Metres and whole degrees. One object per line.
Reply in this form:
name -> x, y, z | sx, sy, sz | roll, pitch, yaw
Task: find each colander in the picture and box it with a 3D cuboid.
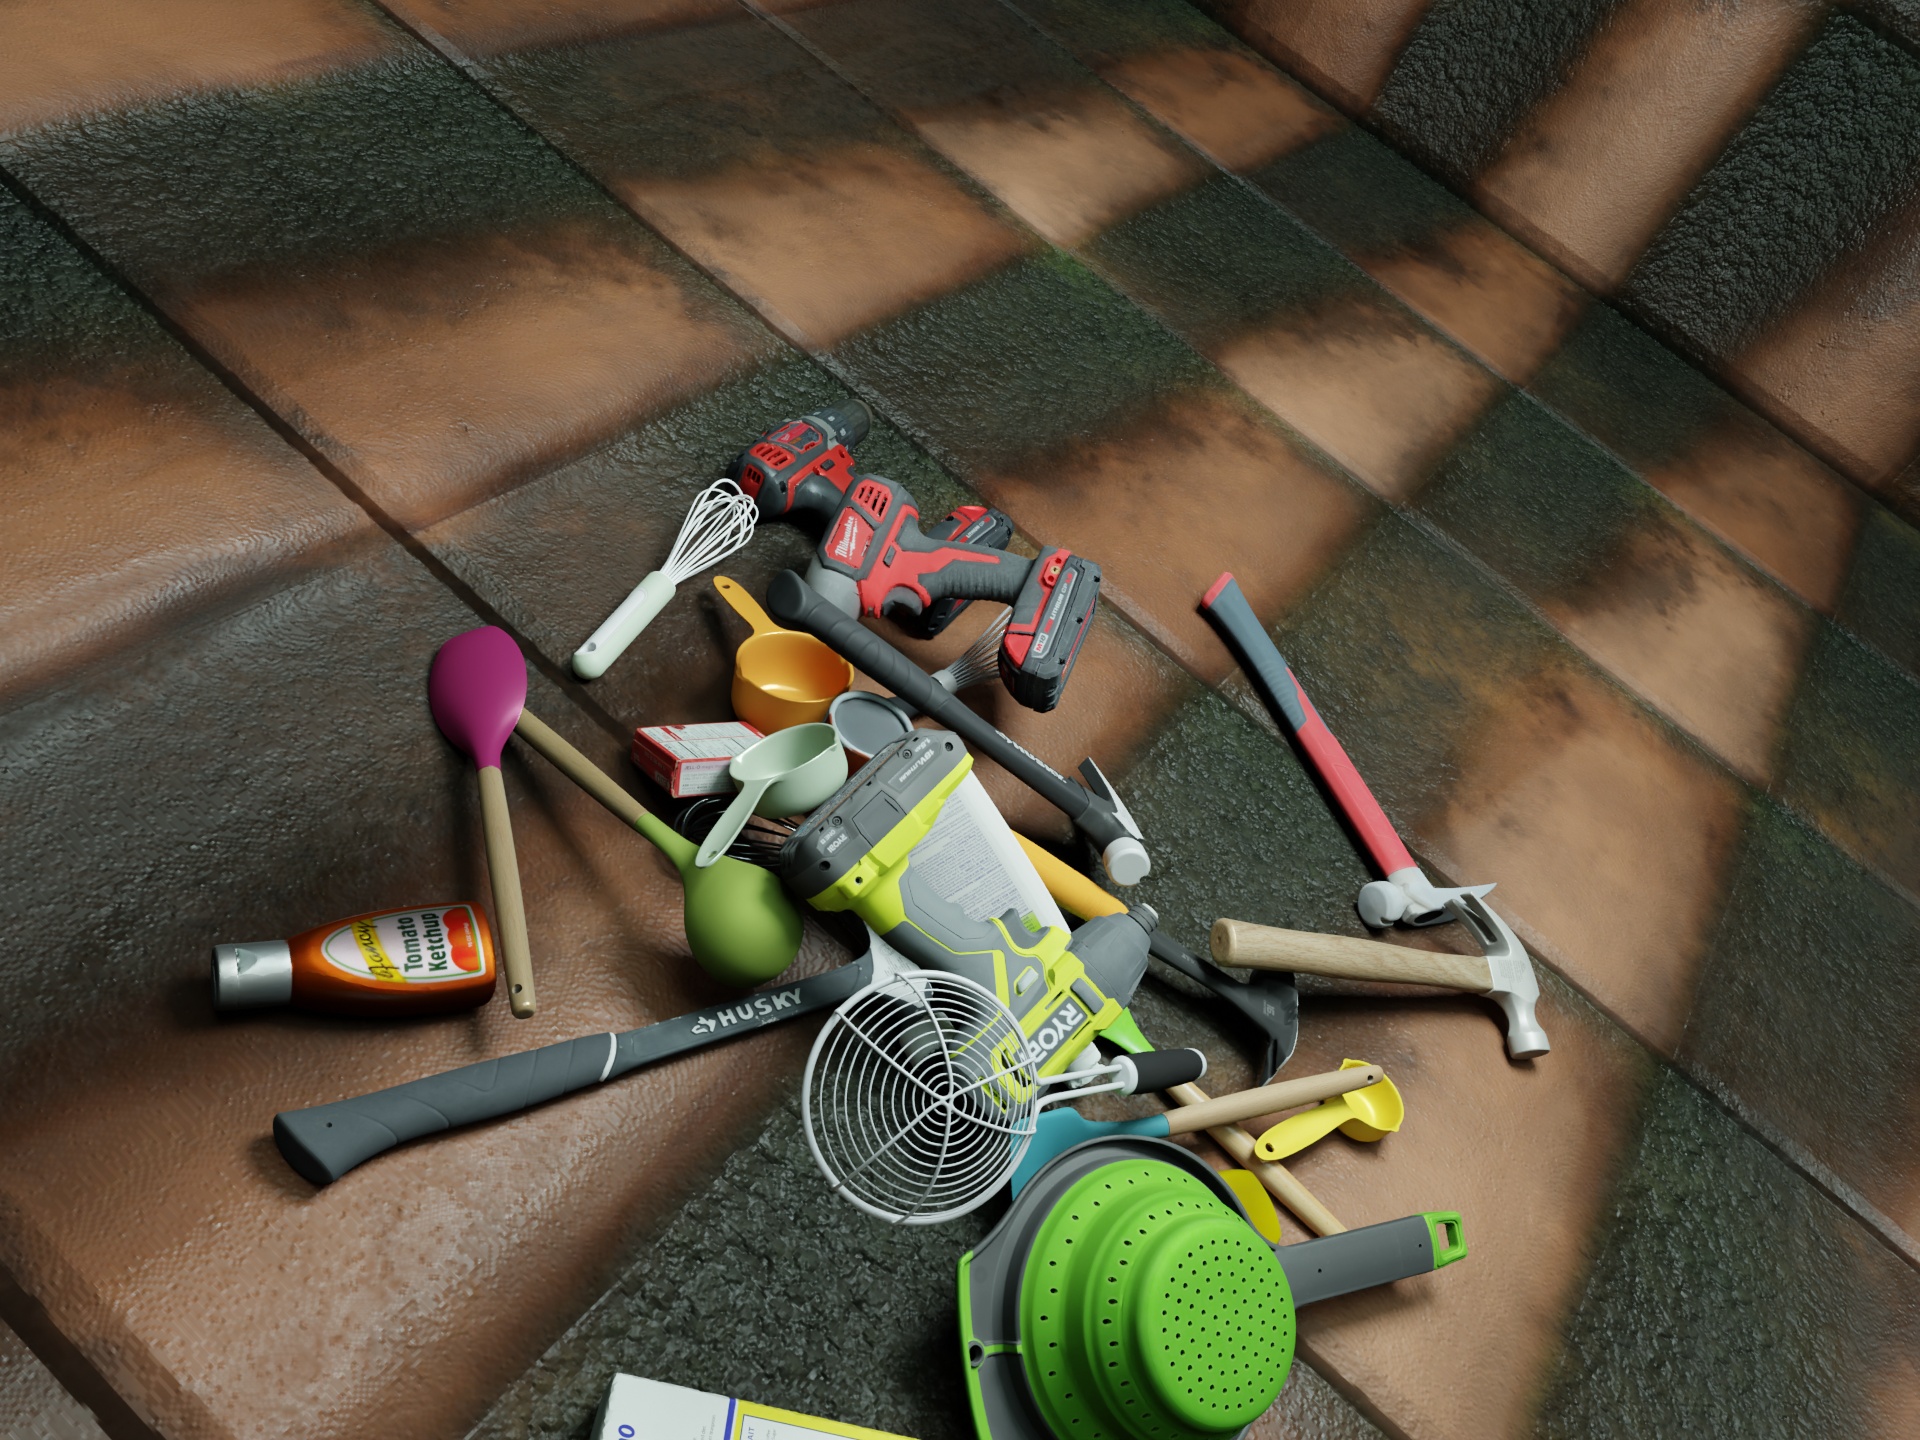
colander -> 0.189, 0.338, 0.943 | 0.397, 0.094, 0.205 | 0, 75, -32

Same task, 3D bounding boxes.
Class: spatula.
spatula -> 0.163, 0.269, 1.058 | 0.317, 0.044, 0.082 | -7, 96, -26

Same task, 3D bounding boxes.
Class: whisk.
whisk -> -0.226, -0.110, 1.223 | 0.058, 0.059, 0.246 | 3, 39, 26
whisk -> -0.086, 0.093, 1.113 | 0.238, 0.055, 0.055 | 12, 45, -27
whisk -> 0.005, -0.040, 1.290 | 0.070, 0.070, 0.284 | 46, 48, 16

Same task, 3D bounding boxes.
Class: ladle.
ladle -> -0.225, 0.061, 1.040 | 0.320, 0.062, 0.078 | 35, 44, 25

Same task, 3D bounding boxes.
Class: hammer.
hammer -> 0.325, 0.184, 1.225 | 0.331, 0.031, 0.130 | 12, 59, -30
hammer -> 0.098, 0.139, 1.150 | 0.337, 0.034, 0.127 | 32, 25, -2
hammer -> -0.002, -0.004, 1.162 | 0.334, 0.035, 0.146 | 36, 14, -20
hammer -> 0.332, 0.016, 1.437 | 0.143, 0.038, 0.387 | -2, 51, -34
hammer -> -0.196, 0.192, 0.956 | 0.408, 0.036, 0.149 | -10, 55, -37

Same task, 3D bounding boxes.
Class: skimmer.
skimmer -> 0.044, 0.209, 0.924 | 0.363, 0.090, 0.127 | 16, 71, -61

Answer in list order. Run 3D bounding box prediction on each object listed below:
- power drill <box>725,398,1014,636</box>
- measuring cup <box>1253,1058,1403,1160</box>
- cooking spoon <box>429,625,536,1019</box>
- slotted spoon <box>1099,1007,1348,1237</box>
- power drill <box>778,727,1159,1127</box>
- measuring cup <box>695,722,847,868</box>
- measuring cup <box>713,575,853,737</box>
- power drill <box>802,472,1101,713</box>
power drill -> -0.069, -0.191, 1.375 | 0.227, 0.080, 0.188 | 34, 41, 8
measuring cup -> 0.255, 0.288, 1.131 | 0.156, 0.029, 0.062 | -12, 57, -39
cooking spoon -> -0.297, 0.053, 1.011 | 0.069, 0.017, 0.319 | -20, 52, -3
slotted spoon -> 0.165, 0.265, 1.106 | 0.314, 0.031, 0.070 | 43, 41, 11
power drill -> 0.010, 0.119, 1.002 | 0.171, 0.080, 0.223 | -44, 98, -17
measuring cup -> -0.125, 0.058, 1.021 | 0.168, 0.083, 0.038 | -60, 135, -54
measuring cup -> -0.149, -0.046, 1.208 | 0.095, 0.052, 0.174 | -12, 42, -33
power drill -> -0.012, -0.094, 1.234 | 0.220, 0.078, 0.143 | 21, 71, 9
